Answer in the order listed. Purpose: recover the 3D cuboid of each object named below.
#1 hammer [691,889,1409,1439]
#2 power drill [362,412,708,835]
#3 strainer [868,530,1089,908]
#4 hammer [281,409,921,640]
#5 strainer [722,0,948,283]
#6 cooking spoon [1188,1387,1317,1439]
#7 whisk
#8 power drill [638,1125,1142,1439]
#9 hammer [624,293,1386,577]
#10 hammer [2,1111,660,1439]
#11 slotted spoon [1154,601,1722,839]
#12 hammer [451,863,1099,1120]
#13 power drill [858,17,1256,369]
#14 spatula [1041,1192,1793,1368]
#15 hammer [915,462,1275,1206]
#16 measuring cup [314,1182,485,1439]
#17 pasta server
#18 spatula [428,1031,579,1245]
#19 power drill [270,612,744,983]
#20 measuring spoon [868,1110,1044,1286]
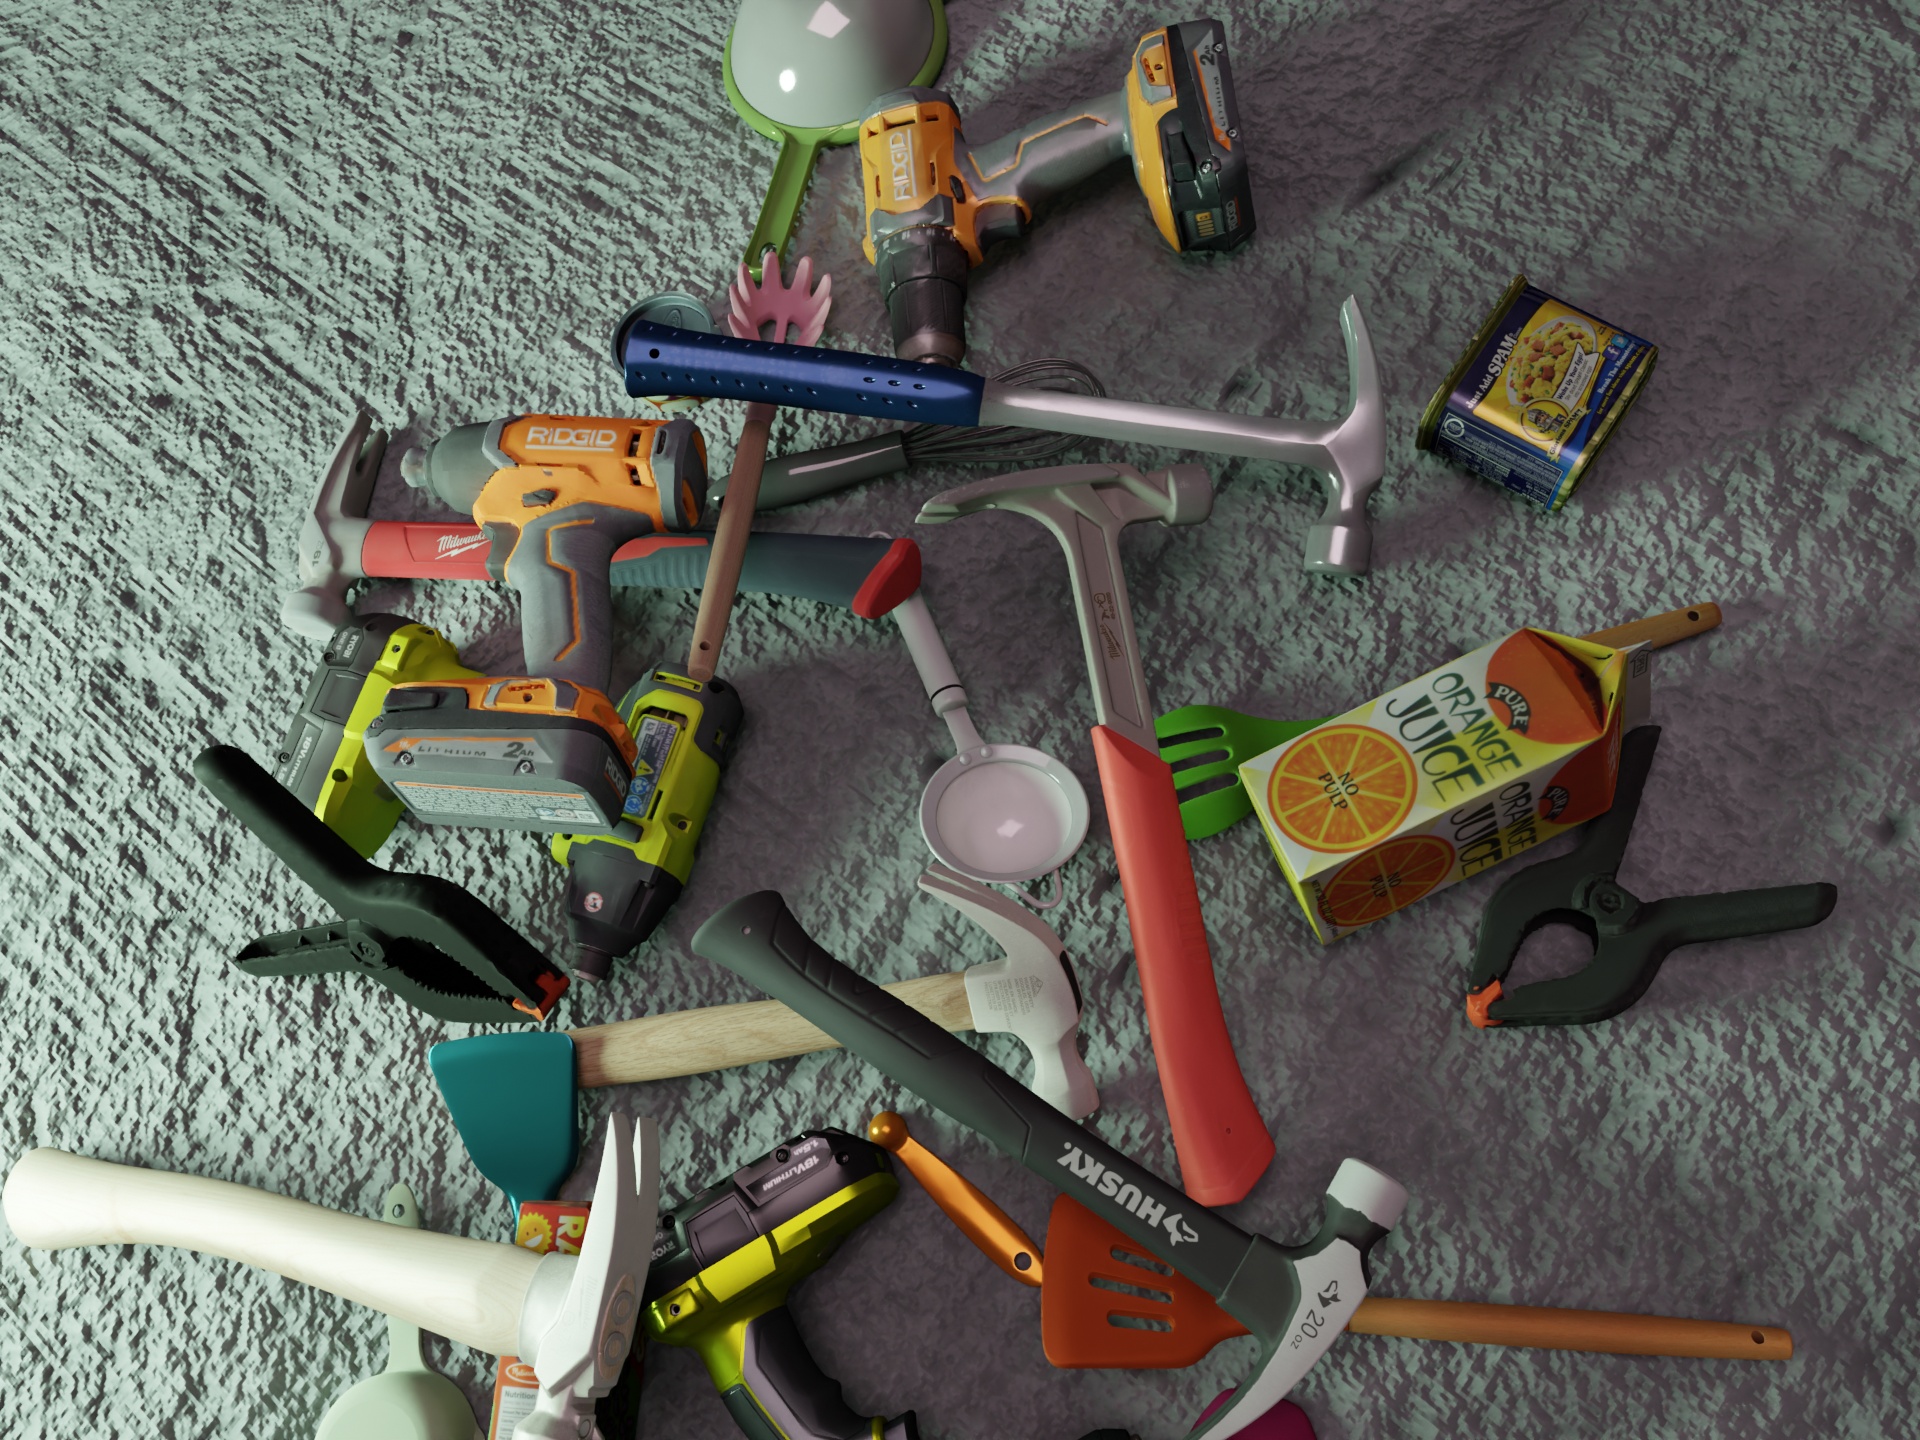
[{"bbox_3d":[0.018,0.182,0.714,0.335,0.035,0.146,31,75,14],"label":"hammer"},{"bbox_3d":[-0.229,-0.061,0.822,0.164,0.084,0.227,4,63,6],"label":"power drill"},{"bbox_3d":[-0.001,-0.003,0.847,0.087,0.050,0.259,-17,61,-12],"label":"strainer"},{"bbox_3d":[-0.206,-0.109,0.914,0.386,0.038,0.143,4,70,17],"label":"hammer"},{"bbox_3d":[-0.100,-0.397,0.991,0.151,0.069,0.256,9,71,15],"label":"strainer"},{"bbox_3d":[0.102,0.453,0.673,0.069,0.017,0.319,9,72,15],"label":"cooking spoon"},{"bbox_3d":[-0.034,-0.156,0.906,0.239,0.055,0.055,-14,69,10],"label":"whisk"},{"bbox_3d":[-0.038,0.307,0.724,0.190,0.080,0.229,-30,70,-3],"label":"power drill"},{"bbox_3d":[0.024,-0.174,0.849,0.405,0.035,0.144,8,91,4],"label":"hammer"},{"bbox_3d":[-0.322,0.241,0.771,0.411,0.038,0.146,1,71,28],"label":"hammer"},{"bbox_3d":[0.231,-0.009,0.809,0.314,0.031,0.070,-17,69,4],"label":"slotted spoon"},{"bbox_3d":[-0.104,0.154,0.798,0.331,0.031,0.130,-11,98,13],"label":"hammer"},{"bbox_3d":[0.053,-0.297,0.922,0.226,0.084,0.185,-9,69,13],"label":"power drill"},{"bbox_3d":[0.198,0.264,0.709,0.322,0.041,0.081,0,50,10],"label":"spatula"},{"bbox_3d":[0.081,0.050,0.767,0.149,0.036,0.359,-8,81,-12],"label":"hammer"},{"bbox_3d":[-0.284,0.316,0.790,0.083,0.038,0.168,-11,71,8],"label":"measuring cup"},{"bbox_3d":[-0.116,-0.148,0.875,0.060,0.040,0.317,7,50,-2],"label":"pasta server"},{"bbox_3d":[-0.222,0.315,0.776,0.082,0.044,0.318,-7,70,12],"label":"spatula"},{"bbox_3d":[-0.248,0.036,0.865,0.223,0.080,0.171,14,73,13],"label":"power drill"},{"bbox_3d":[-0.002,0.233,0.776,0.117,0.011,0.021,39,82,21],"label":"measuring spoon"}]
